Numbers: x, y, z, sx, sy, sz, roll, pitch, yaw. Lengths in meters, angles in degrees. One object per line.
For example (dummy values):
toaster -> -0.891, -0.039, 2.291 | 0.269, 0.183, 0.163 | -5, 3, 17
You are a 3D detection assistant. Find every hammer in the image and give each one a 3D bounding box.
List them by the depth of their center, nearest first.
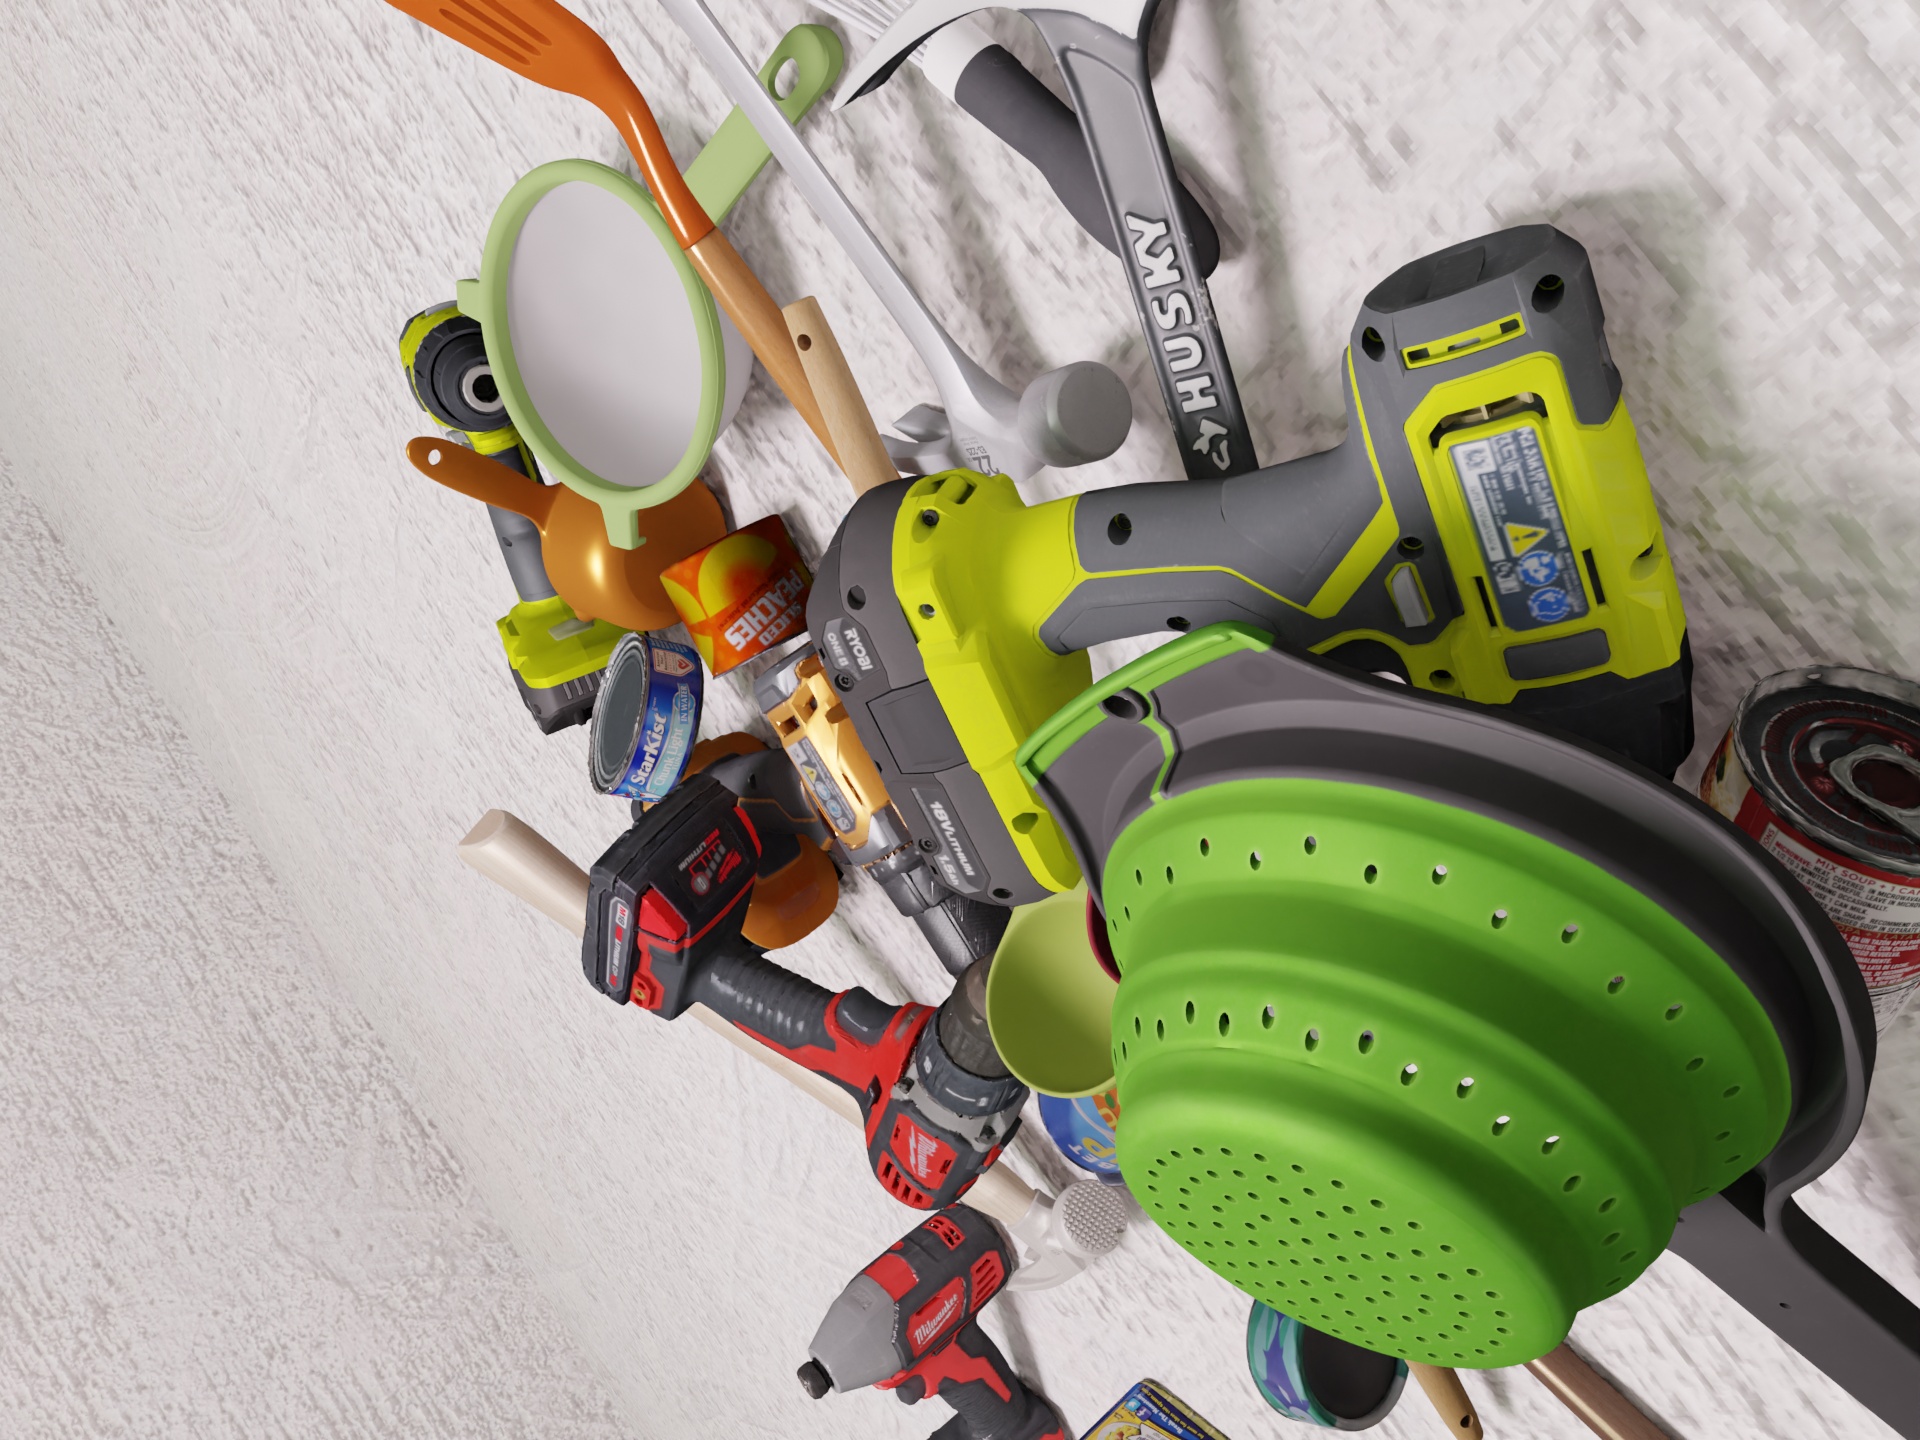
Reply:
hammer -> 0.087, -0.047, 0.506 | 0.149, 0.036, 0.408 | -7, 118, 28
hammer -> -0.099, -0.241, 0.528 | 0.405, 0.035, 0.144 | 51, 160, -19
hammer -> -0.104, 0.182, 0.882 | 0.410, 0.038, 0.146 | 34, 148, 4

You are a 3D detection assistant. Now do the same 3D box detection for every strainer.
strainer -> -0.112, -0.200, 0.681 | 0.256, 0.069, 0.151 | -37, 85, 41

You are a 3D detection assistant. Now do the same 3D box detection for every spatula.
spatula -> -0.086, -0.149, 0.577 | 0.322, 0.041, 0.081 | 52, 160, -25

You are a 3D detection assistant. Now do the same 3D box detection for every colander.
colander -> 0.167, 0.143, 0.409 | 0.397, 0.094, 0.204 | 39, 148, -10

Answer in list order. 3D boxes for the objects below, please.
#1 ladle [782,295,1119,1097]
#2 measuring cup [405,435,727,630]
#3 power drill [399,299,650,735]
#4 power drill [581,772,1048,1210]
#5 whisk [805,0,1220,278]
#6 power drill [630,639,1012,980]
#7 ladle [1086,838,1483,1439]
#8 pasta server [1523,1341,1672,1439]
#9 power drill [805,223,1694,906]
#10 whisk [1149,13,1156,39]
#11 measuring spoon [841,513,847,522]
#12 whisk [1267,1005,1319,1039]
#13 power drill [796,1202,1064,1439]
ladle -> -0.001, -0.002, 0.594 | 0.078, 0.062, 0.320 | -14, 108, 30
measuring cup -> -0.184, -0.098, 0.772 | 0.052, 0.173, 0.095 | 21, 90, 37
power drill -> -0.237, -0.114, 0.868 | 0.191, 0.080, 0.228 | 39, 149, 62
power drill -> -0.064, 0.122, 0.747 | 0.227, 0.080, 0.187 | 33, 139, 12
whisk -> -0.022, -0.234, 0.518 | 0.285, 0.070, 0.070 | 45, 147, 14
power drill -> -0.068, 0.066, 0.823 | 0.185, 0.084, 0.226 | 58, 145, -2
ladle -> 0.134, 0.164, 0.612 | 0.315, 0.069, 0.031 | 60, 174, -16
pasta server -> 0.281, 0.300, 0.562 | 0.316, 0.040, 0.060 | 41, 133, 29
power drill -> 0.084, -0.022, 0.456 | 0.223, 0.080, 0.171 | -13, 115, 29
whisk -> 0.040, -0.274, 0.403 | 0.055, 0.055, 0.238 | 35, 146, 34
measuring spoon -> -0.021, -0.037, 0.726 | 0.042, 0.021, 0.128 | -28, 83, 41
whisk -> 0.056, 0.039, 0.650 | 0.246, 0.059, 0.057 | 43, 152, 14
power drill -> -0.016, 0.421, 0.990 | 0.079, 0.143, 0.219 | 20, 134, 50
